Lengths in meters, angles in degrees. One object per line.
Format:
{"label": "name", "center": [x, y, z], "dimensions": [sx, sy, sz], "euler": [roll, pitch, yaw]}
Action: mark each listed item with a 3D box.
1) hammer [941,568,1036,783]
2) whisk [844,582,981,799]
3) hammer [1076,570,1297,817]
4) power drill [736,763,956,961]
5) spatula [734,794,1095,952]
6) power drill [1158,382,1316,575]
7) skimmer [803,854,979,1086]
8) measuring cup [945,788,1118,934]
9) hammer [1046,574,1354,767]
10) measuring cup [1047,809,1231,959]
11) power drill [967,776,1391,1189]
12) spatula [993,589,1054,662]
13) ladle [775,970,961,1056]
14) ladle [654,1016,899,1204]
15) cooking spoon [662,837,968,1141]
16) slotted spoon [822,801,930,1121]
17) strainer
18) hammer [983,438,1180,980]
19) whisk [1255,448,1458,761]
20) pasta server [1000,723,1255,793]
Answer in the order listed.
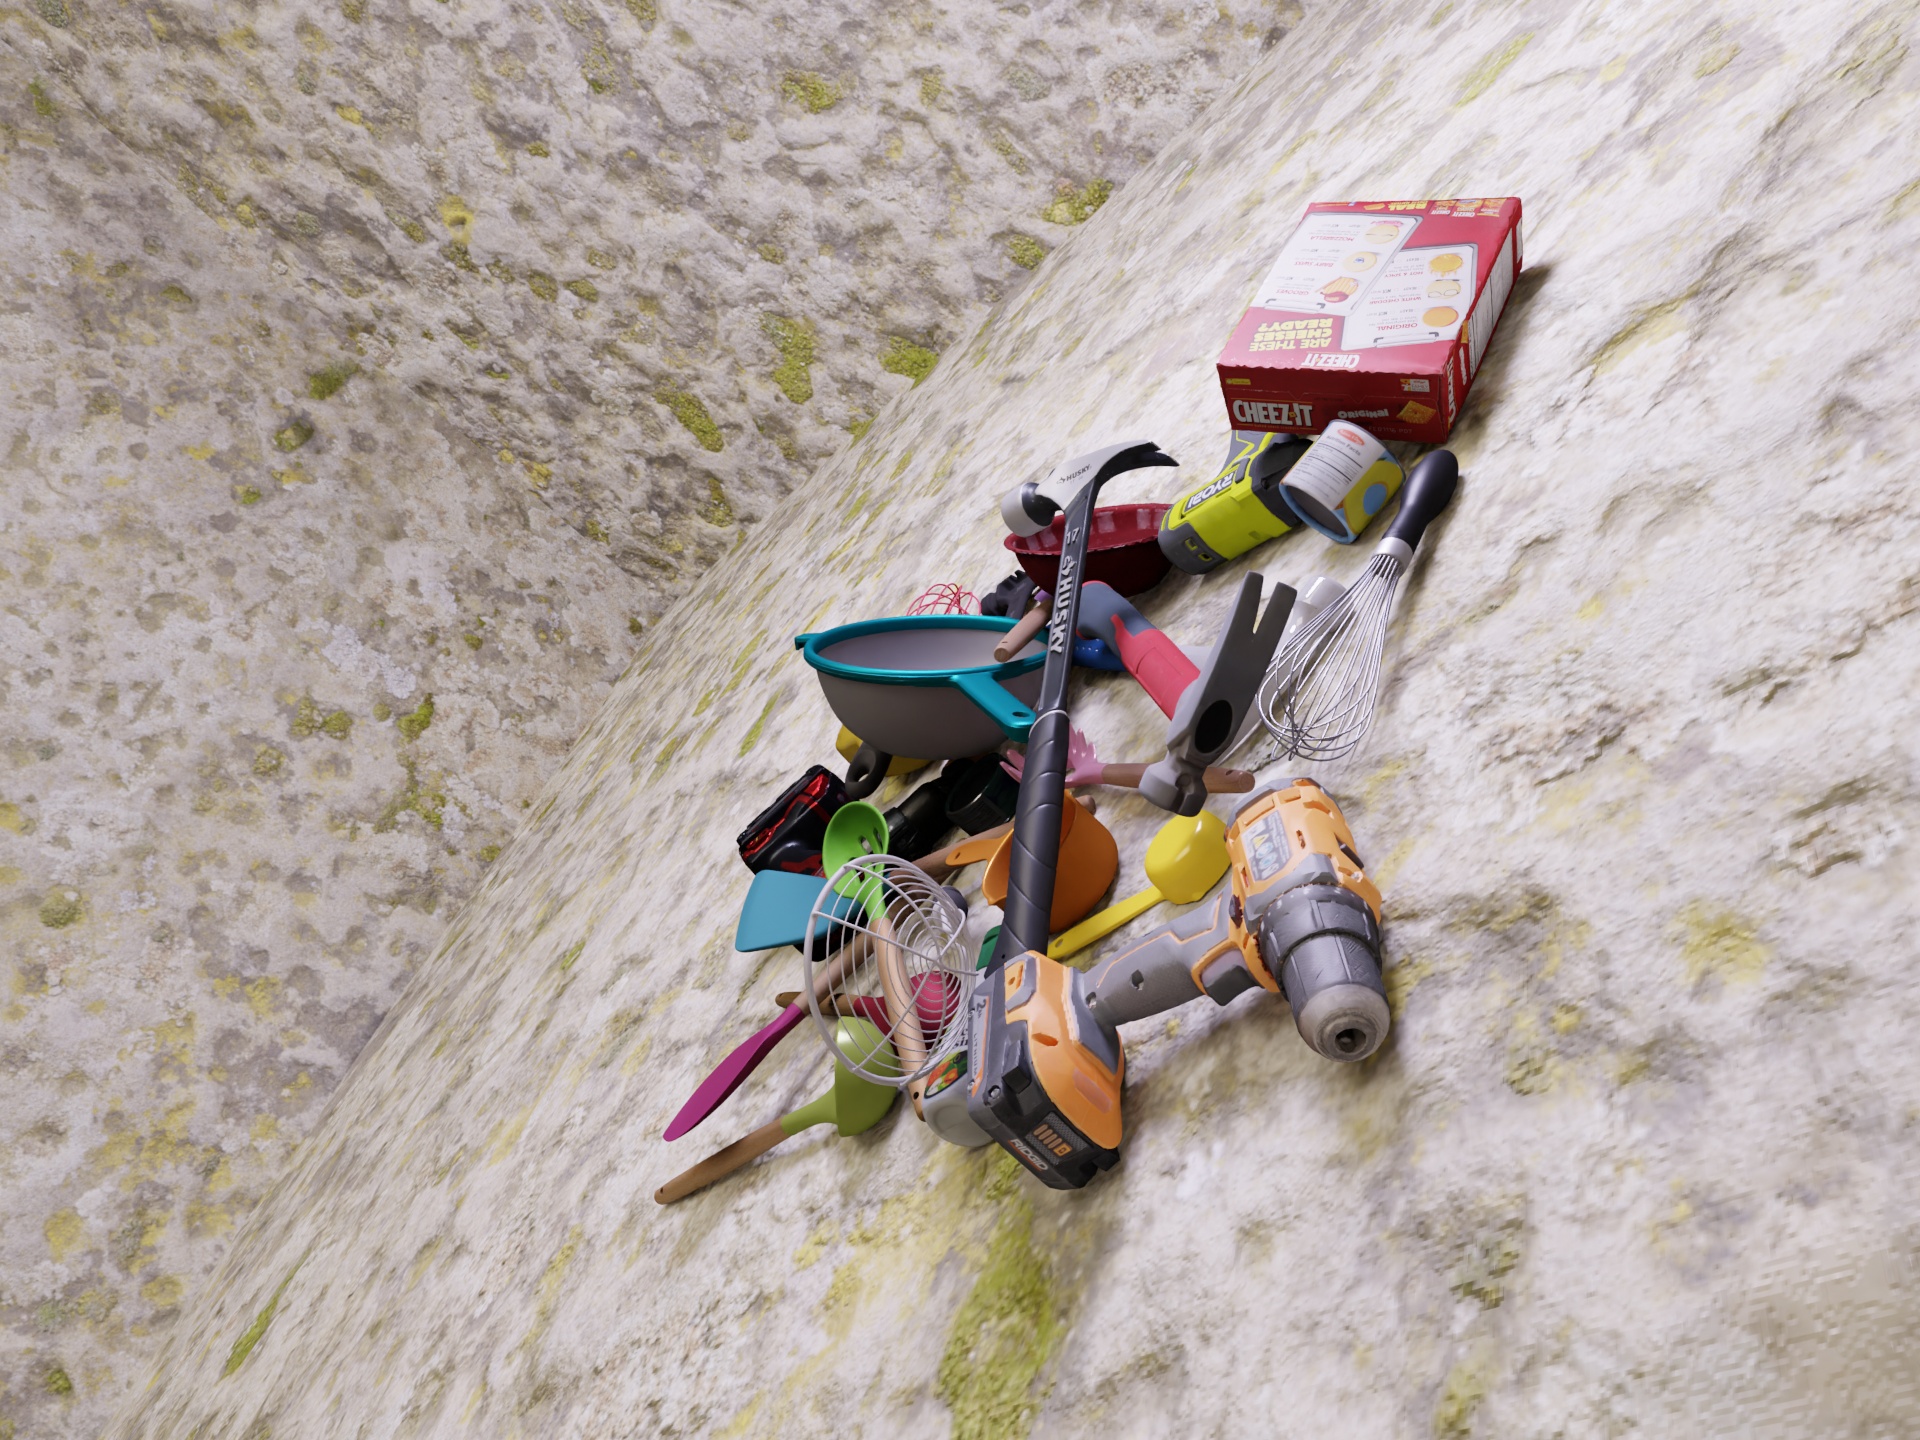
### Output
{"label": "hammer", "center": [0.040, -0.052, 1.459], "dimensions": [0.127, 0.034, 0.337], "euler": [-38, 20, 33]}
{"label": "whisk", "center": [-0.045, -0.032, 1.437], "dimensions": [0.073, 0.073, 0.296], "euler": [-34, 21, 40]}
{"label": "hammer", "center": [0.130, -0.060, 1.067], "dimensions": [0.386, 0.038, 0.143], "euler": [-109, 41, -74]}
{"label": "power drill", "center": [-0.096, 0.104, 1.382], "dimensions": [0.188, 0.080, 0.227], "euler": [-43, 20, -8]}
{"label": "spatula", "center": [-0.037, 0.109, 1.198], "dimensions": [0.317, 0.044, 0.082], "euler": [-25, 35, 31]}
{"label": "power drill", "center": [0.254, -0.228, 1.254], "dimensions": [0.171, 0.080, 0.223], "euler": [-28, 29, 48]}
{"label": "skimmer", "center": [-0.037, 0.138, 1.011], "dimensions": [0.090, 0.127, 0.363], "euler": [-15, -1, -1]}
{"label": "measuring cup", "center": [0.044, 0.102, 1.080], "dimensions": [0.095, 0.052, 0.173], "euler": [-55, 16, -21]}
{"label": "hammer", "center": [0.140, -0.046, 1.194], "dimensions": [0.144, 0.035, 0.406], "euler": [-51, 17, -8]}
{"label": "measuring cup", "center": [0.100, 0.103, 0.970], "dimensions": [0.156, 0.029, 0.062], "euler": [-36, 21, 31]}
{"label": "power drill", "center": [0.110, 0.142, 0.789], "dimensions": [0.226, 0.084, 0.185], "euler": [-38, 21, 18]}
{"label": "spatula", "center": [0.072, -0.089, 1.328], "dimensions": [0.060, 0.018, 0.316], "euler": [-2, 14, 16]}
{"label": "ladle", "center": [-0.082, 0.213, 1.193], "dimensions": [0.069, 0.031, 0.315], "euler": [-54, 16, -22]}
{"label": "ladle", "center": [-0.146, 0.292, 1.126], "dimensions": [0.320, 0.062, 0.078], "euler": [-38, 41, 40]}
{"label": "cooking spoon", "center": [-0.103, 0.200, 1.199], "dimensions": [0.319, 0.017, 0.069], "euler": [-44, 10, -18]}
{"label": "slotted spoon", "center": [-0.052, 0.160, 1.100], "dimensions": [0.070, 0.031, 0.314], "euler": [-50, 30, 18]}
{"label": "strainer", "center": [-0.002, -0.004, 1.242], "dimensions": [0.211, 0.095, 0.341], "euler": [-6, 18, -17]}
{"label": "hammer", "center": [0.064, -0.013, 1.029], "dimensions": [0.149, 0.036, 0.409], "euler": [-24, 47, 43]}
{"label": "whisk", "center": [0.252, -0.079, 0.967], "dimensions": [0.070, 0.070, 0.285], "euler": [-25, 24, 53]}
{"label": "pasta server", "center": [0.109, 0.031, 1.079], "dimensions": [0.060, 0.040, 0.316], "euler": [-39, 12, -16]}
